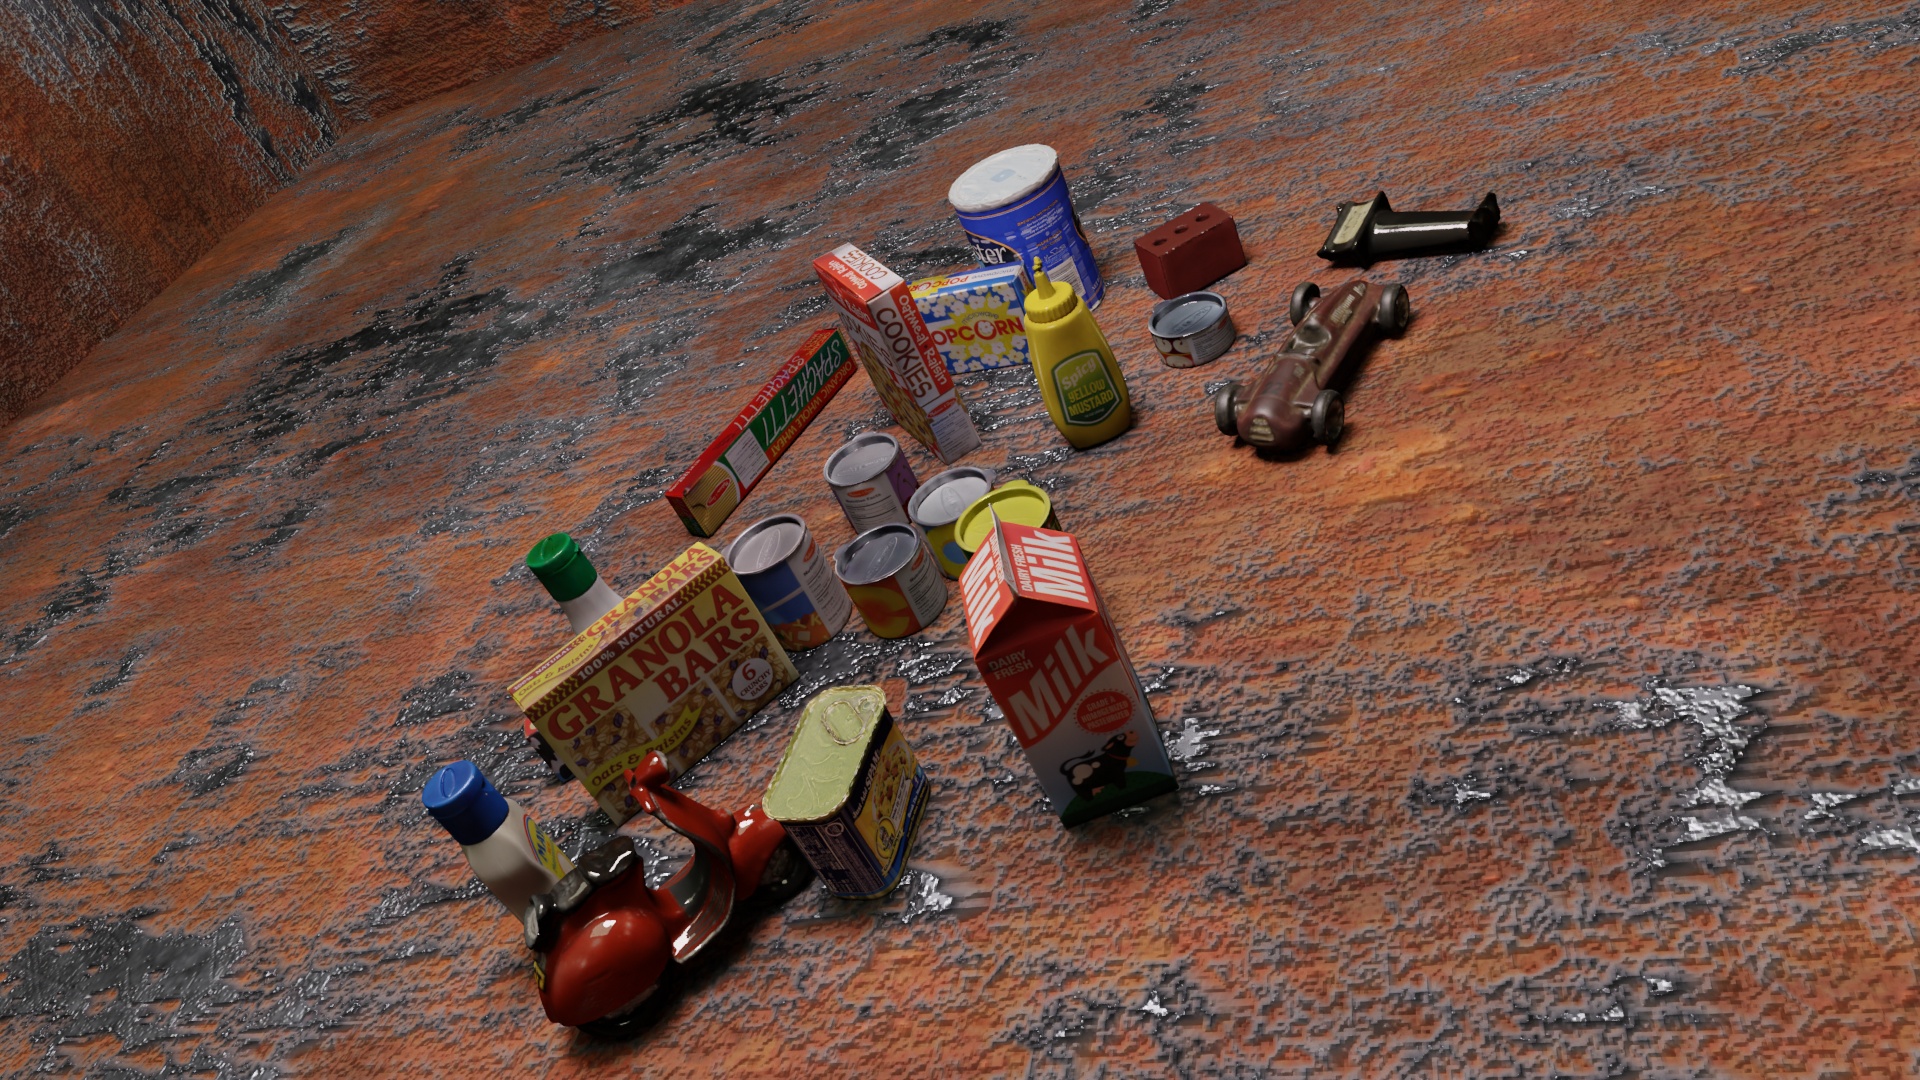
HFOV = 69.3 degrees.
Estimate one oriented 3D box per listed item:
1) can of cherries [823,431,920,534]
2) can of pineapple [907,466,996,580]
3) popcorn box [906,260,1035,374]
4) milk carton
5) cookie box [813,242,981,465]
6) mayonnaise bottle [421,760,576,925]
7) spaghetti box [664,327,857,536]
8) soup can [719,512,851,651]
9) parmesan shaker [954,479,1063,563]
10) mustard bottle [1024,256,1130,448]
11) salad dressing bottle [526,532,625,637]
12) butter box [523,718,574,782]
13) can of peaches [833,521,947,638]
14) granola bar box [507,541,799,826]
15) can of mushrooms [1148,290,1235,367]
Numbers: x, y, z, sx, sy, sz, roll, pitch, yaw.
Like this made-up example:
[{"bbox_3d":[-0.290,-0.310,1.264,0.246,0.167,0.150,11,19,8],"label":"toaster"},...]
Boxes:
[{"bbox_3d":[-0.068,-0.046,1.125,0.071,0.058,0.072,-18,35,13],"label":"can of cherries"},{"bbox_3d":[0.004,-0.013,1.035,0.071,0.057,0.071,-18,35,13],"label":"can of pineapple"},{"bbox_3d":[0.011,-0.197,1.246,0.126,0.085,0.038,-5,40,28],"label":"popcorn box"},{"bbox_3d":[0.055,0.068,0.780,0.073,0.189,0.073,-22,35,7],"label":"milk carton"},{"bbox_3d":[-0.054,-0.157,1.164,0.040,0.166,0.123,-33,35,-9],"label":"cookie box"},{"bbox_3d":[-0.276,0.197,0.864,0.041,0.147,0.065,-30,34,-4],"label":"mayonnaise bottle"},{"bbox_3d":[-0.178,-0.104,1.279,0.028,0.050,0.251,5,45,37],"label":"spaghetti box"},{"bbox_3d":[-0.130,0.032,1.041,0.071,0.083,0.072,-18,35,13],"label":"soup can"},{"bbox_3d":[0.046,0.021,0.924,0.071,0.102,0.072,-18,35,13],"label":"parmesan shaker"},{"bbox_3d":[0.082,-0.147,1.068,0.065,0.159,0.049,-25,34,3],"label":"mustard bottle"},{"bbox_3d":[-0.270,0.059,1.040,0.044,0.147,0.064,-24,34,5],"label":"salad dressing bottle"},{"bbox_3d":[-0.263,0.131,1.026,0.103,0.053,0.024,-30,34,-5],"label":"butter box"},{"bbox_3d":[-0.052,0.029,1.016,0.071,0.057,0.071,-18,35,13],"label":"can of peaches"},{"bbox_3d":[-0.210,0.099,0.970,0.166,0.123,0.039,-40,36,-18],"label":"granola bar box"},{"bbox_3d":[0.190,-0.175,1.147,0.071,0.033,0.071,-17,36,13],"label":"can of mushrooms"}]
